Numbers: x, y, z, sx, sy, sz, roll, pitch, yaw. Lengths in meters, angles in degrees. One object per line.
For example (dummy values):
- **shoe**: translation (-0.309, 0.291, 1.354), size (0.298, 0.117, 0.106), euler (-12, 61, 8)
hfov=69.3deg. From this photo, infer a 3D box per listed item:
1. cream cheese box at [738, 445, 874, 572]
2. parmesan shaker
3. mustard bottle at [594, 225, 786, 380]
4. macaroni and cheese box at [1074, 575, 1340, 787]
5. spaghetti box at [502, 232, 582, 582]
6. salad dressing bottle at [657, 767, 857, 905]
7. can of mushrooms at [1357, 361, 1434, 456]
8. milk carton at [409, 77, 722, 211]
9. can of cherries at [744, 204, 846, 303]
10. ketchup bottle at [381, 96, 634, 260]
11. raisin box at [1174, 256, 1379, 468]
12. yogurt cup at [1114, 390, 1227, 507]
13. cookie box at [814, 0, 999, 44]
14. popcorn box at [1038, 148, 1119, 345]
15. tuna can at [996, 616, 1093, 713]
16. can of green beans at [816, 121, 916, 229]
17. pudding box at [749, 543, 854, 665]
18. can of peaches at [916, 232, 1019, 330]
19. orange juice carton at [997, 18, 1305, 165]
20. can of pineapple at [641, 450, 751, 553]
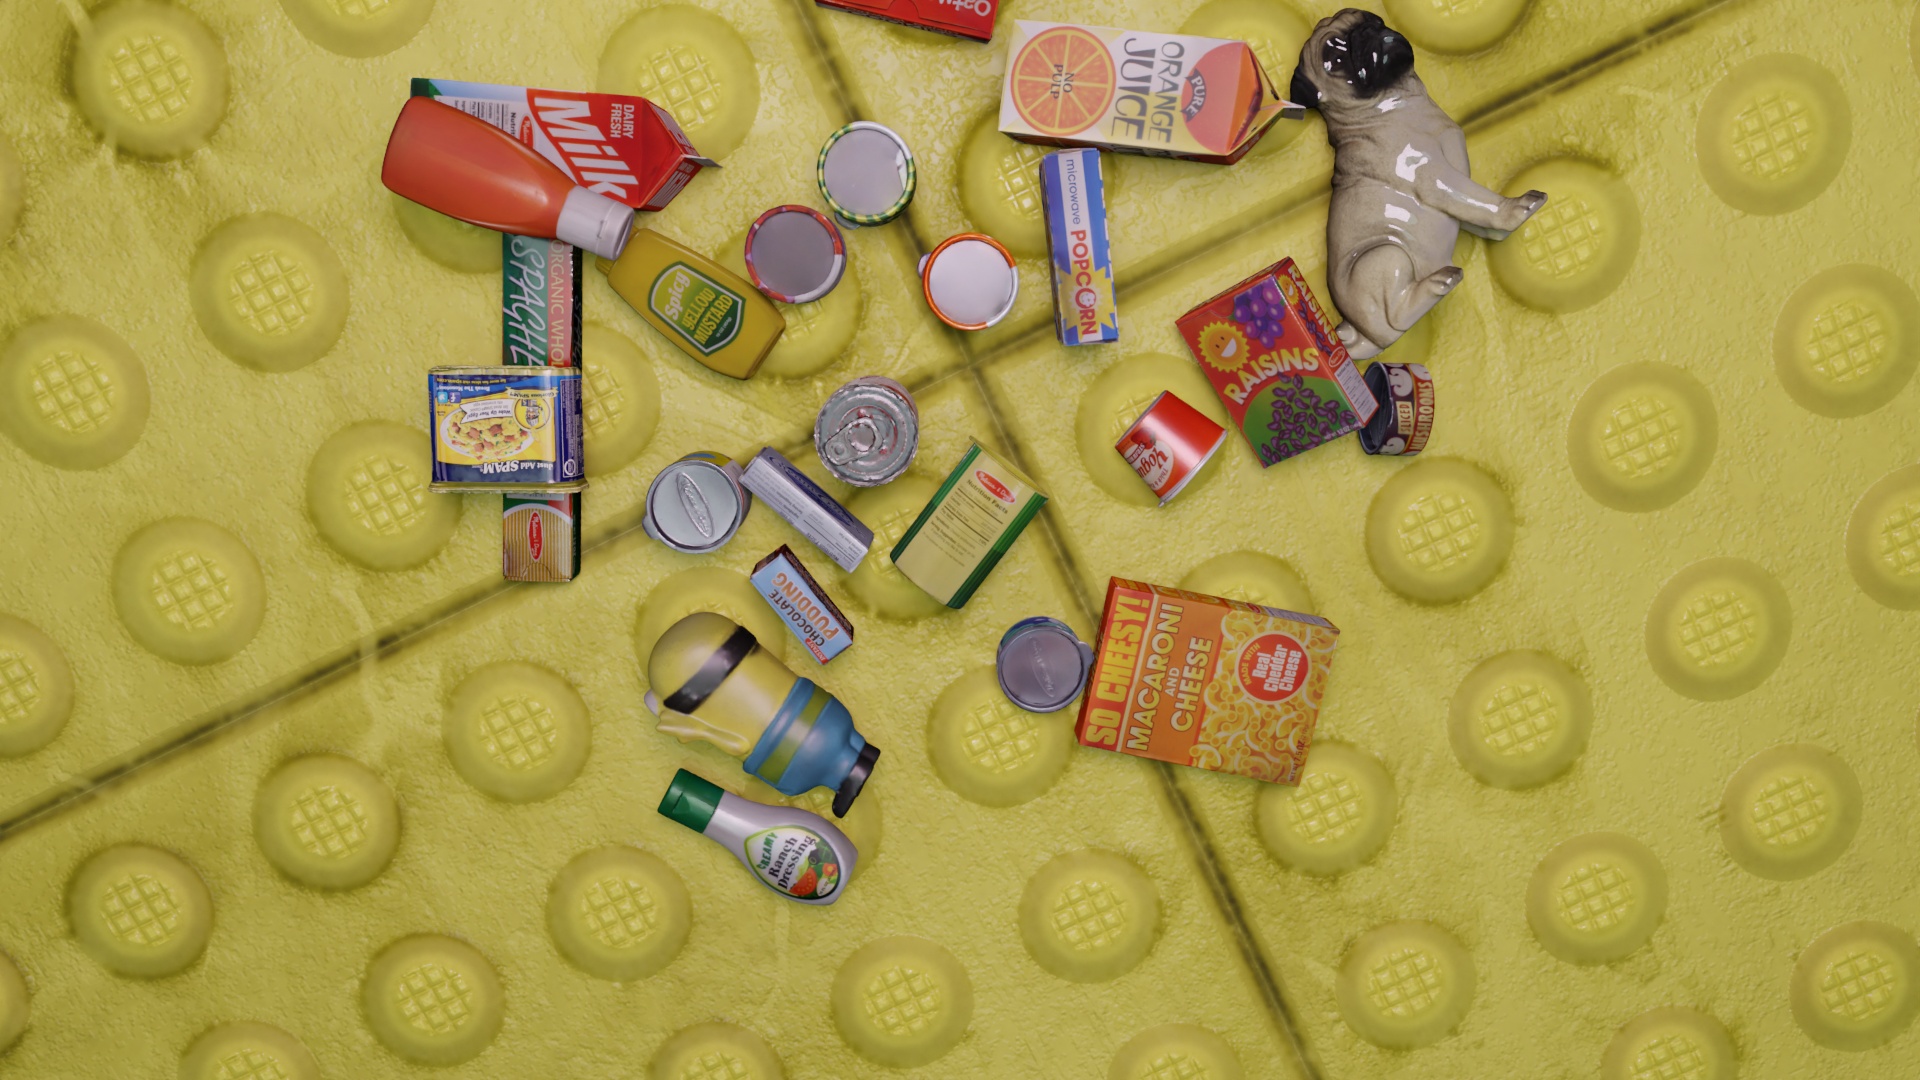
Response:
- **cream cheese box**: translation (-0.107, -0.023, 0.981), size (0.104, 0.053, 0.024), euler (40, 99, -7)
- **parmesan shaker**: translation (0.003, -0.012, 0.980), size (0.071, 0.071, 0.103), euler (37, 98, -7)
- **mustard bottle**: translation (-0.200, -0.174, 0.955), size (0.160, 0.049, 0.065), euler (33, 96, -7)
- **macaroni and cheese box**: translation (0.178, 0.103, 1.016), size (0.166, 0.040, 0.123), euler (11, 100, -4)
- **spaghetti box**: translation (-0.293, -0.095, 0.977), size (0.050, 0.029, 0.249), euler (3, 100, -2)
- **salad dressing bottle**: translation (-0.150, 0.217, 1.026), size (0.148, 0.044, 0.064), euler (28, 97, -6)
- **can of mushrooms**: translation (0.304, -0.091, 0.970), size (0.033, 0.071, 0.071), euler (3, 100, -3)
- **milk carton**: translation (-0.259, -0.260, 0.928), size (0.191, 0.072, 0.073), euler (4, 101, -1)
- **can of cherries**: translation (-0.114, -0.197, 0.948), size (0.071, 0.058, 0.071), euler (0, 100, -2)
- **ketchup bottle**: translation (-0.282, -0.222, 0.874), size (0.149, 0.043, 0.064), euler (23, 102, -5)
- **raisin box**: translation (0.217, -0.121, 0.958), size (0.086, 0.040, 0.123), euler (-24, 103, 45)
- **yogurt cup**: translation (0.146, -0.068, 0.975), size (0.054, 0.072, 0.072), euler (42, 97, 0)
- **cookie box**: translation (-0.023, -0.428, 0.920), size (0.123, 0.040, 0.167), euler (12, 99, -3)
- **popcorn box**: translation (0.079, -0.197, 0.939), size (0.038, 0.085, 0.126), euler (-7, 101, 1)
- **tuna can**: translation (0.061, 0.089, 1.015), size (0.071, 0.033, 0.071), euler (0, 100, -1)
- **can of green beans**: translation (-0.063, -0.247, 0.941), size (0.071, 0.058, 0.071), euler (0, 100, -1)
- **pudding box**: translation (-0.113, 0.046, 0.995), size (0.030, 0.050, 0.083), euler (-38, 99, 4)
- **can of peaches**: translation (0.004, -0.178, 0.955), size (0.071, 0.058, 0.071), euler (0, 100, -2)
- **orange juice carton**: translation (0.128, -0.290, 0.909), size (0.193, 0.072, 0.073), euler (10, 101, 12)
- **can of pineapple**: translation (-0.184, -0.028, 0.976), size (0.071, 0.058, 0.071), euler (0, 100, -1)
